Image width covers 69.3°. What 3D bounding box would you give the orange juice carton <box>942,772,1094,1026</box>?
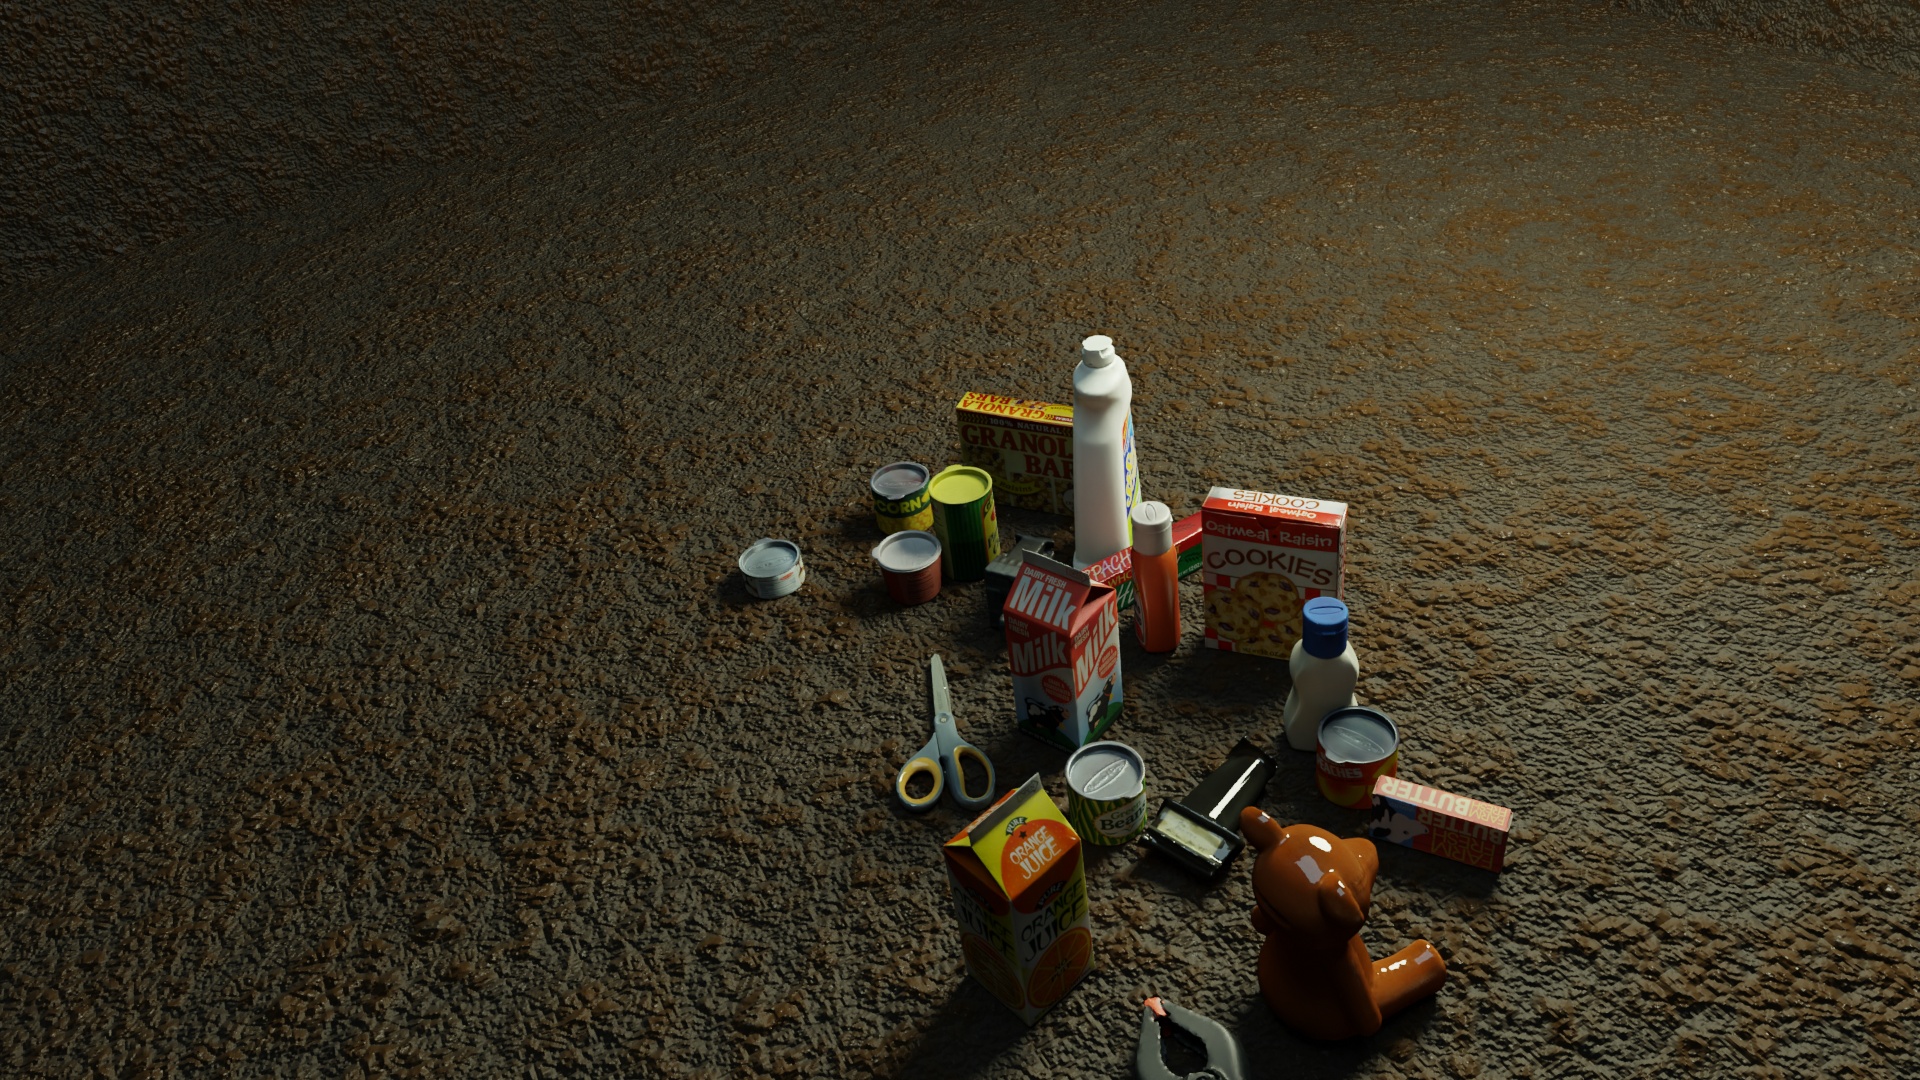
[{"bbox_3d":[0.042,0.254,1.006,0.072,0.191,0.073,-33,43,-29],"label":"orange juice carton"}]

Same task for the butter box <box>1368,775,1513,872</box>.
[{"bbox_3d":[0.378,0.223,1.095,0.103,0.052,0.024,12,41,26],"label":"butter box"}]

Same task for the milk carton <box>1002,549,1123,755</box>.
[{"bbox_3d":[0.090,0.092,1.215,0.072,0.189,0.074,20,45,33],"label":"milk carton"}]

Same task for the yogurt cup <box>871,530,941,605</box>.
[{"bbox_3d":[-0.050,0.030,1.440,0.072,0.053,0.073,-6,37,4],"label":"yogurt cup"}]

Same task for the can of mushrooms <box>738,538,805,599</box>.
[{"bbox_3d":[-0.202,0.029,1.489,0.071,0.033,0.071,-6,37,4],"label":"can of mushrooms"}]

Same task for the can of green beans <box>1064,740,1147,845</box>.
[{"bbox_3d":[0.122,0.211,1.159,0.071,0.057,0.071,-6,37,4],"label":"can of green beans"}]

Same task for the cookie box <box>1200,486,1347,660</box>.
[{"bbox_3d":[0.286,0.035,1.270,0.123,0.166,0.040,8,40,22],"label":"cookie box"}]

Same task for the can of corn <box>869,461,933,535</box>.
[{"bbox_3d":[-0.064,-0.044,1.538,0.071,0.058,0.071,-6,37,4],"label":"can of corn"}]

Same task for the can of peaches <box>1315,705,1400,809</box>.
[{"bbox_3d":[0.328,0.182,1.156,0.071,0.057,0.071,-6,37,4],"label":"can of peaches"}]

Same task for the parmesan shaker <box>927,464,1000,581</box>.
[{"bbox_3d":[0.005,-0.018,1.452,0.071,0.102,0.072,-6,37,4],"label":"parmesan shaker"}]

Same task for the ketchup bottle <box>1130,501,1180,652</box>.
[{"bbox_3d":[0.183,0.032,1.310,0.043,0.148,0.065,-7,36,2],"label":"ketchup bottle"}]

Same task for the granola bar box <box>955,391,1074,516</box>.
[{"bbox_3d":[0.081,-0.092,1.517,0.165,0.123,0.039,10,41,24],"label":"granola bar box"}]

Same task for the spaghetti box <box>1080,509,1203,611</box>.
[{"bbox_3d":[0.186,0.027,1.398,0.251,0.050,0.029,-26,40,-22],"label":"spaghetti box"}]

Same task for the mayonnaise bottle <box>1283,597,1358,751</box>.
[{"bbox_3d":[0.307,0.115,1.175,0.065,0.147,0.041,-4,37,6],"label":"mayonnaise bottle"}]
